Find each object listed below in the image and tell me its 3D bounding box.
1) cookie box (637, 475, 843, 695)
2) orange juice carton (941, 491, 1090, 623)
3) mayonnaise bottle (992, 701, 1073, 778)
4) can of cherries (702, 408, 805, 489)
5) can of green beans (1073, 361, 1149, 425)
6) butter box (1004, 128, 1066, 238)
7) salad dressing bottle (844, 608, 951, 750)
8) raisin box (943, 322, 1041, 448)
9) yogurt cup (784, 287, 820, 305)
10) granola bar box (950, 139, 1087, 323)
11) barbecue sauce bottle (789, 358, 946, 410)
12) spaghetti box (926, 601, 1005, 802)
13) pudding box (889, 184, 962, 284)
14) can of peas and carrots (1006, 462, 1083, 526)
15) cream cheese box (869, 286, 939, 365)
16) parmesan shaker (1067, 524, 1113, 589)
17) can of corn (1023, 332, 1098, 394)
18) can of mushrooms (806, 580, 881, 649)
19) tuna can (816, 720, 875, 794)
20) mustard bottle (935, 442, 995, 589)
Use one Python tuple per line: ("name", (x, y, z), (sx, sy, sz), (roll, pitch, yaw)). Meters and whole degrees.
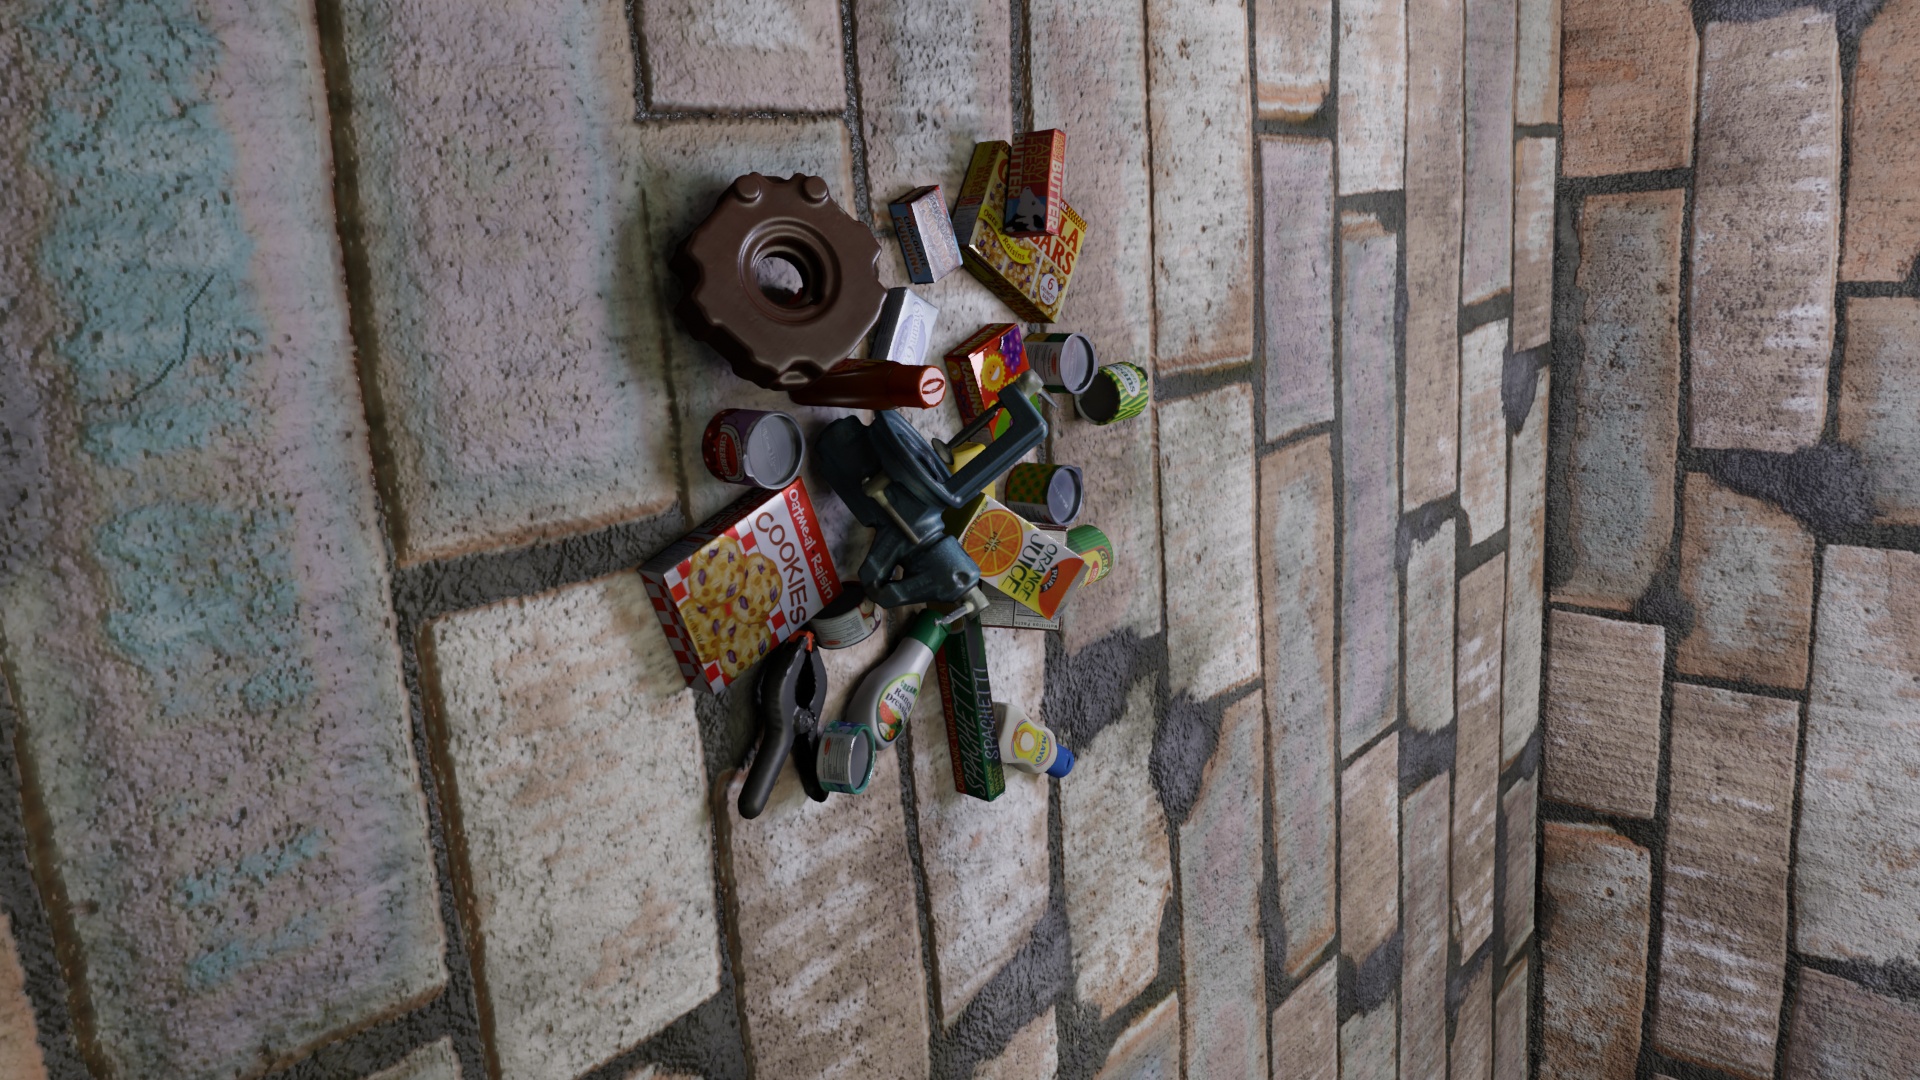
("cookie box", (-0.186, 0.034, 1.201), (0.168, 0.040, 0.122), (-40, 125, -38))
("orange juice carton", (0.051, 0.016, 1.377), (0.192, 0.073, 0.072), (32, 89, -36))
("mayonnaise bottle", (0.074, 0.227, 1.540), (0.148, 0.041, 0.065), (34, 67, -47))
("can of cherries", (-0.177, -0.078, 1.179), (0.072, 0.058, 0.071), (-12, 106, -49))
("can of green beans", (0.171, -0.167, 1.579), (0.058, 0.071, 0.071), (-19, 110, -47))
("butter box", (0.074, -0.355, 1.382), (0.024, 0.053, 0.103), (3, 92, -52))
("salad dressing bottle", (-0.059, 0.134, 1.364), (0.148, 0.044, 0.064), (-59, 135, -27))
("raisin box", (0.037, -0.153, 1.440), (0.086, 0.040, 0.123), (-40, 124, -39))
("yogurt cup", (-0.132, -0.184, 1.215), (0.054, 0.072, 0.072), (-43, 127, -28))
("granola bar box", (0.059, -0.317, 1.443), (0.165, 0.039, 0.124), (32, 71, -47))
("barbecue sauce bottle", (-0.079, -0.137, 1.217), (0.065, 0.148, 0.043), (-27, 116, -45))
("spaghetti box", (0.006, 0.154, 1.441), (0.029, 0.050, 0.249), (-26, 115, -43))
("pudding box", (-0.033, -0.295, 1.343), (0.050, 0.030, 0.083), (-42, 126, -40))
("can of peas and carrots", (0.092, -0.053, 1.507), (0.071, 0.058, 0.071), (-10, 103, -50))
("cream cheese box", (-0.057, -0.186, 1.334), (0.053, 0.024, 0.104), (28, 74, -49))
("parmesan shaker", (0.113, 0.028, 1.540), (0.103, 0.071, 0.071), (-20, 110, -47))
("can of corn", (0.106, -0.192, 1.502), (0.071, 0.058, 0.071), (-10, 103, -49))
("can of mushrooms", (-0.109, 0.067, 1.279), (0.071, 0.071, 0.033), (-44, 126, -37))
("tuna can", (-0.105, 0.202, 1.291), (0.071, 0.033, 0.071), (2, 91, -72))
("mustard bottle", (0.005, -0.018, 1.415), (0.065, 0.049, 0.159), (-21, 112, -42))
